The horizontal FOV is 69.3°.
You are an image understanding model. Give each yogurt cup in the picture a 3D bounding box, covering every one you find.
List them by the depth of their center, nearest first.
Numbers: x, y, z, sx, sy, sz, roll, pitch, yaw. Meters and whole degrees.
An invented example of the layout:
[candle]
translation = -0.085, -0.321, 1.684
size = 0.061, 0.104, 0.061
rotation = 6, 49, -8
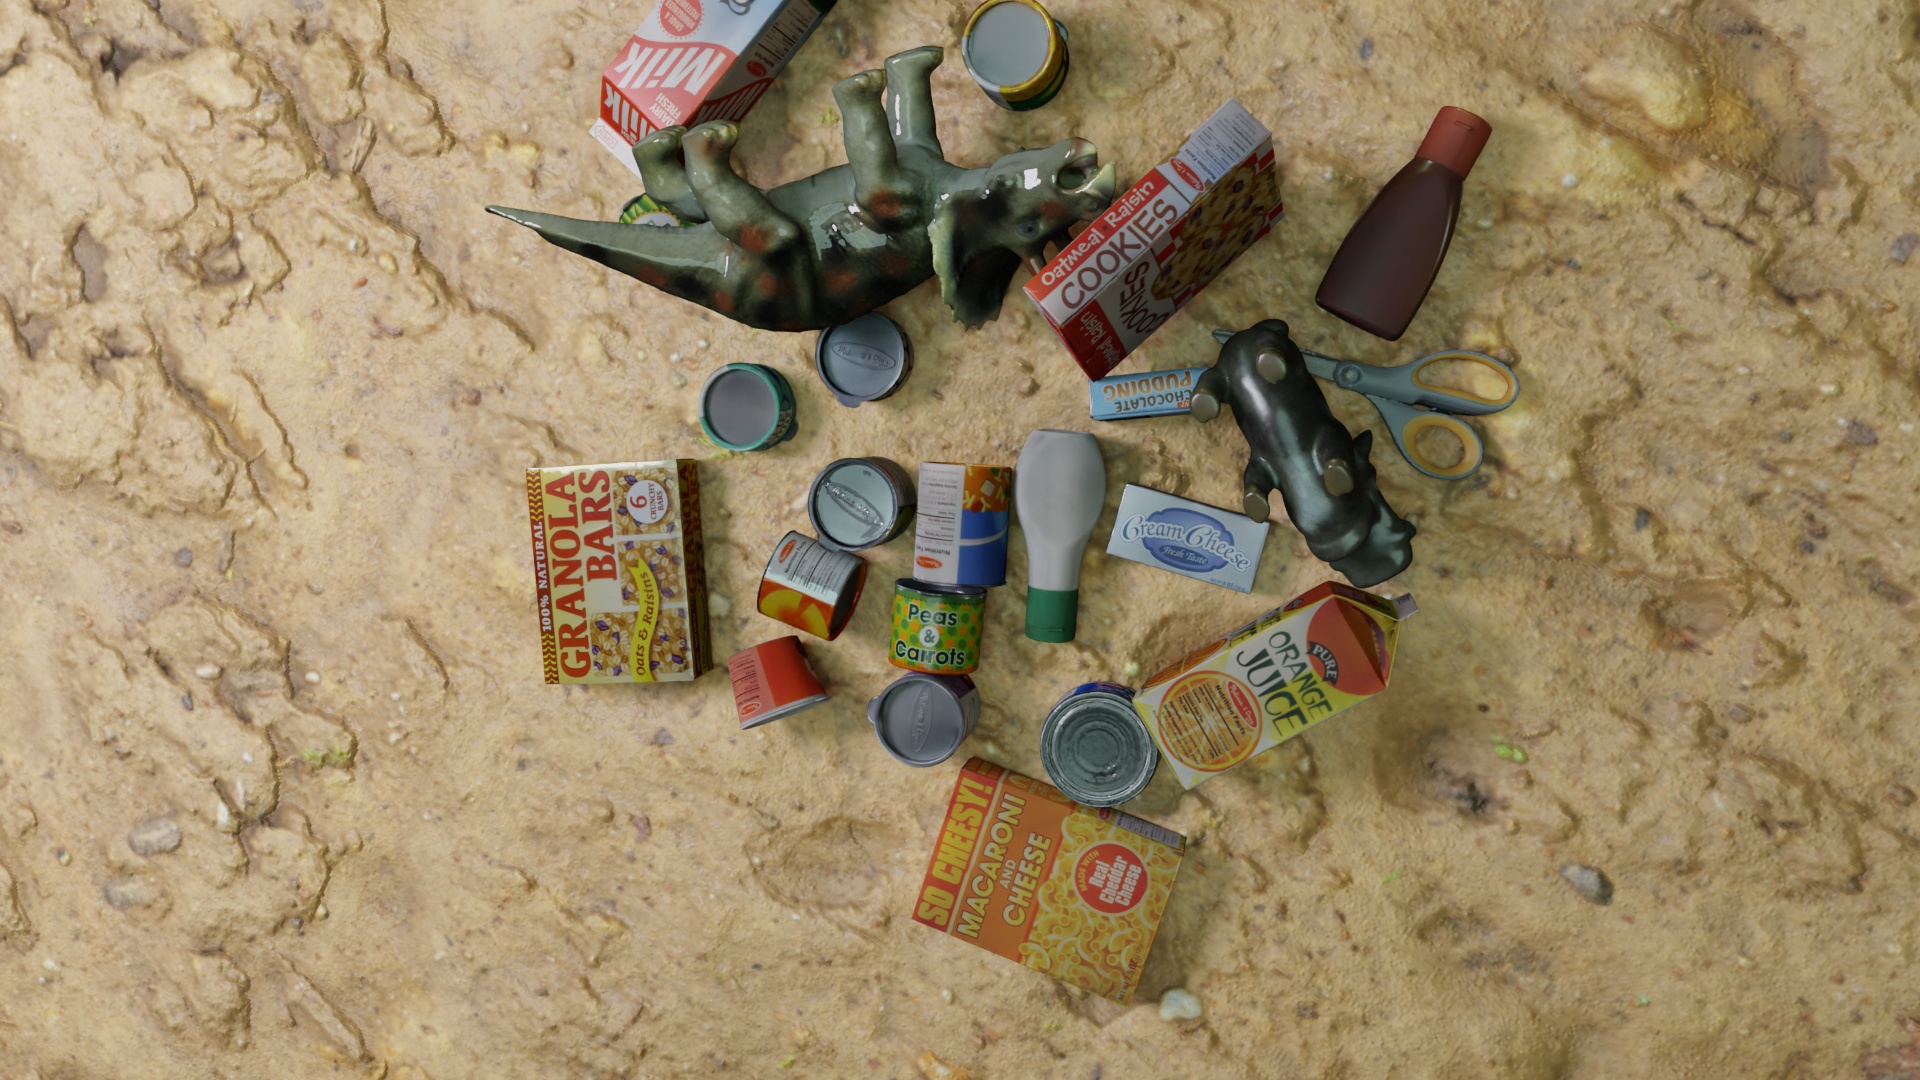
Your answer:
[yogurt cup]
translation = -0.137, 0.103, 1.020
size = 0.072, 0.072, 0.054
rotation = -22, 82, 13

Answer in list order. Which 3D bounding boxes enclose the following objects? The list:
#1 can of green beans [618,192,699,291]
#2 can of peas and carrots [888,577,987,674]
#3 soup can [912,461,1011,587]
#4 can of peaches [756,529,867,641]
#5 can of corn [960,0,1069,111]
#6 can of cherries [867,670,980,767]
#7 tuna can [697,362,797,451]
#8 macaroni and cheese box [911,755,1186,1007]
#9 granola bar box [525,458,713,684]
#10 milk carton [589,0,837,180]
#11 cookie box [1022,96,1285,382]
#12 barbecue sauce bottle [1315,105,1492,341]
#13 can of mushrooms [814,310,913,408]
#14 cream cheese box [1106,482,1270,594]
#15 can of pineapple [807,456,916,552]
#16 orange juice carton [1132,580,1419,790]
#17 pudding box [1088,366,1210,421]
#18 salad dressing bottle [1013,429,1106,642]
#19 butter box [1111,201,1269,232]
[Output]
[can of green beans]
translation = -0.204, -0.221, 1.007
size = 0.071, 0.071, 0.058
rotation = -30, 88, 13
[can of peas and carrots]
translation = -0.017, 0.061, 0.986
size = 0.071, 0.071, 0.058
rotation = 7, 97, 12
[soup can]
translation = 0.003, -0.012, 0.981
size = 0.071, 0.071, 0.083
rotation = 5, 95, 12
[can of peaches]
translation = -0.107, 0.034, 1.008
size = 0.058, 0.071, 0.071
rotation = 21, 99, 10
[can of corn]
translation = 0.040, -0.335, 0.949
size = 0.071, 0.058, 0.071
rotation = 1, 95, 12
[can of cherries]
translation = -0.025, 0.123, 0.999
size = 0.071, 0.058, 0.071
rotation = 1, 96, 12
[tuna can]
translation = -0.156, -0.097, 1.023
size = 0.071, 0.033, 0.071
rotation = 1, 95, 13
[macaroni and cheese box]
translation = 0.063, 0.243, 0.999
size = 0.166, 0.040, 0.123
rotation = 20, 99, 10
[granola bar box]
translation = -0.258, 0.023, 1.052
size = 0.124, 0.039, 0.165
rotation = -3, 94, 12
[milk carton]
translation = -0.183, -0.343, 0.989
size = 0.072, 0.073, 0.190
rotation = 43, 102, 6
[cookie box]
translation = 0.125, -0.182, 0.872
size = 0.167, 0.123, 0.040
rotation = -42, 72, 6
[barbecue sauce bottle]
translation = 0.295, -0.209, 0.911
size = 0.065, 0.044, 0.148
rotation = 29, 99, 10
[can of mushrooms]
translation = -0.069, -0.131, 1.002
size = 0.071, 0.033, 0.071
rotation = 1, 95, 12
[cream cheese box]
translation = 0.158, -0.002, 0.967
size = 0.104, 0.024, 0.053
rotation = 16, 96, 10
[can of pineapple]
translation = -0.071, -0.026, 0.997
size = 0.071, 0.058, 0.071
rotation = 1, 95, 13
[orange juice carton]
translation = 0.219, 0.087, 0.936
size = 0.192, 0.072, 0.073
rotation = -30, 88, 13
[pudding box]
translation = 0.131, -0.100, 0.952
size = 0.084, 0.050, 0.030
rotation = -4, 92, 13
[salad dressing bottle]
translation = 0.067, -0.003, 0.976
size = 0.064, 0.044, 0.147
rotation = 3, 98, -7
[butter box]
translation = 0.155, -0.220, 0.950
size = 0.103, 0.024, 0.053
rotation = -17, 90, 13
